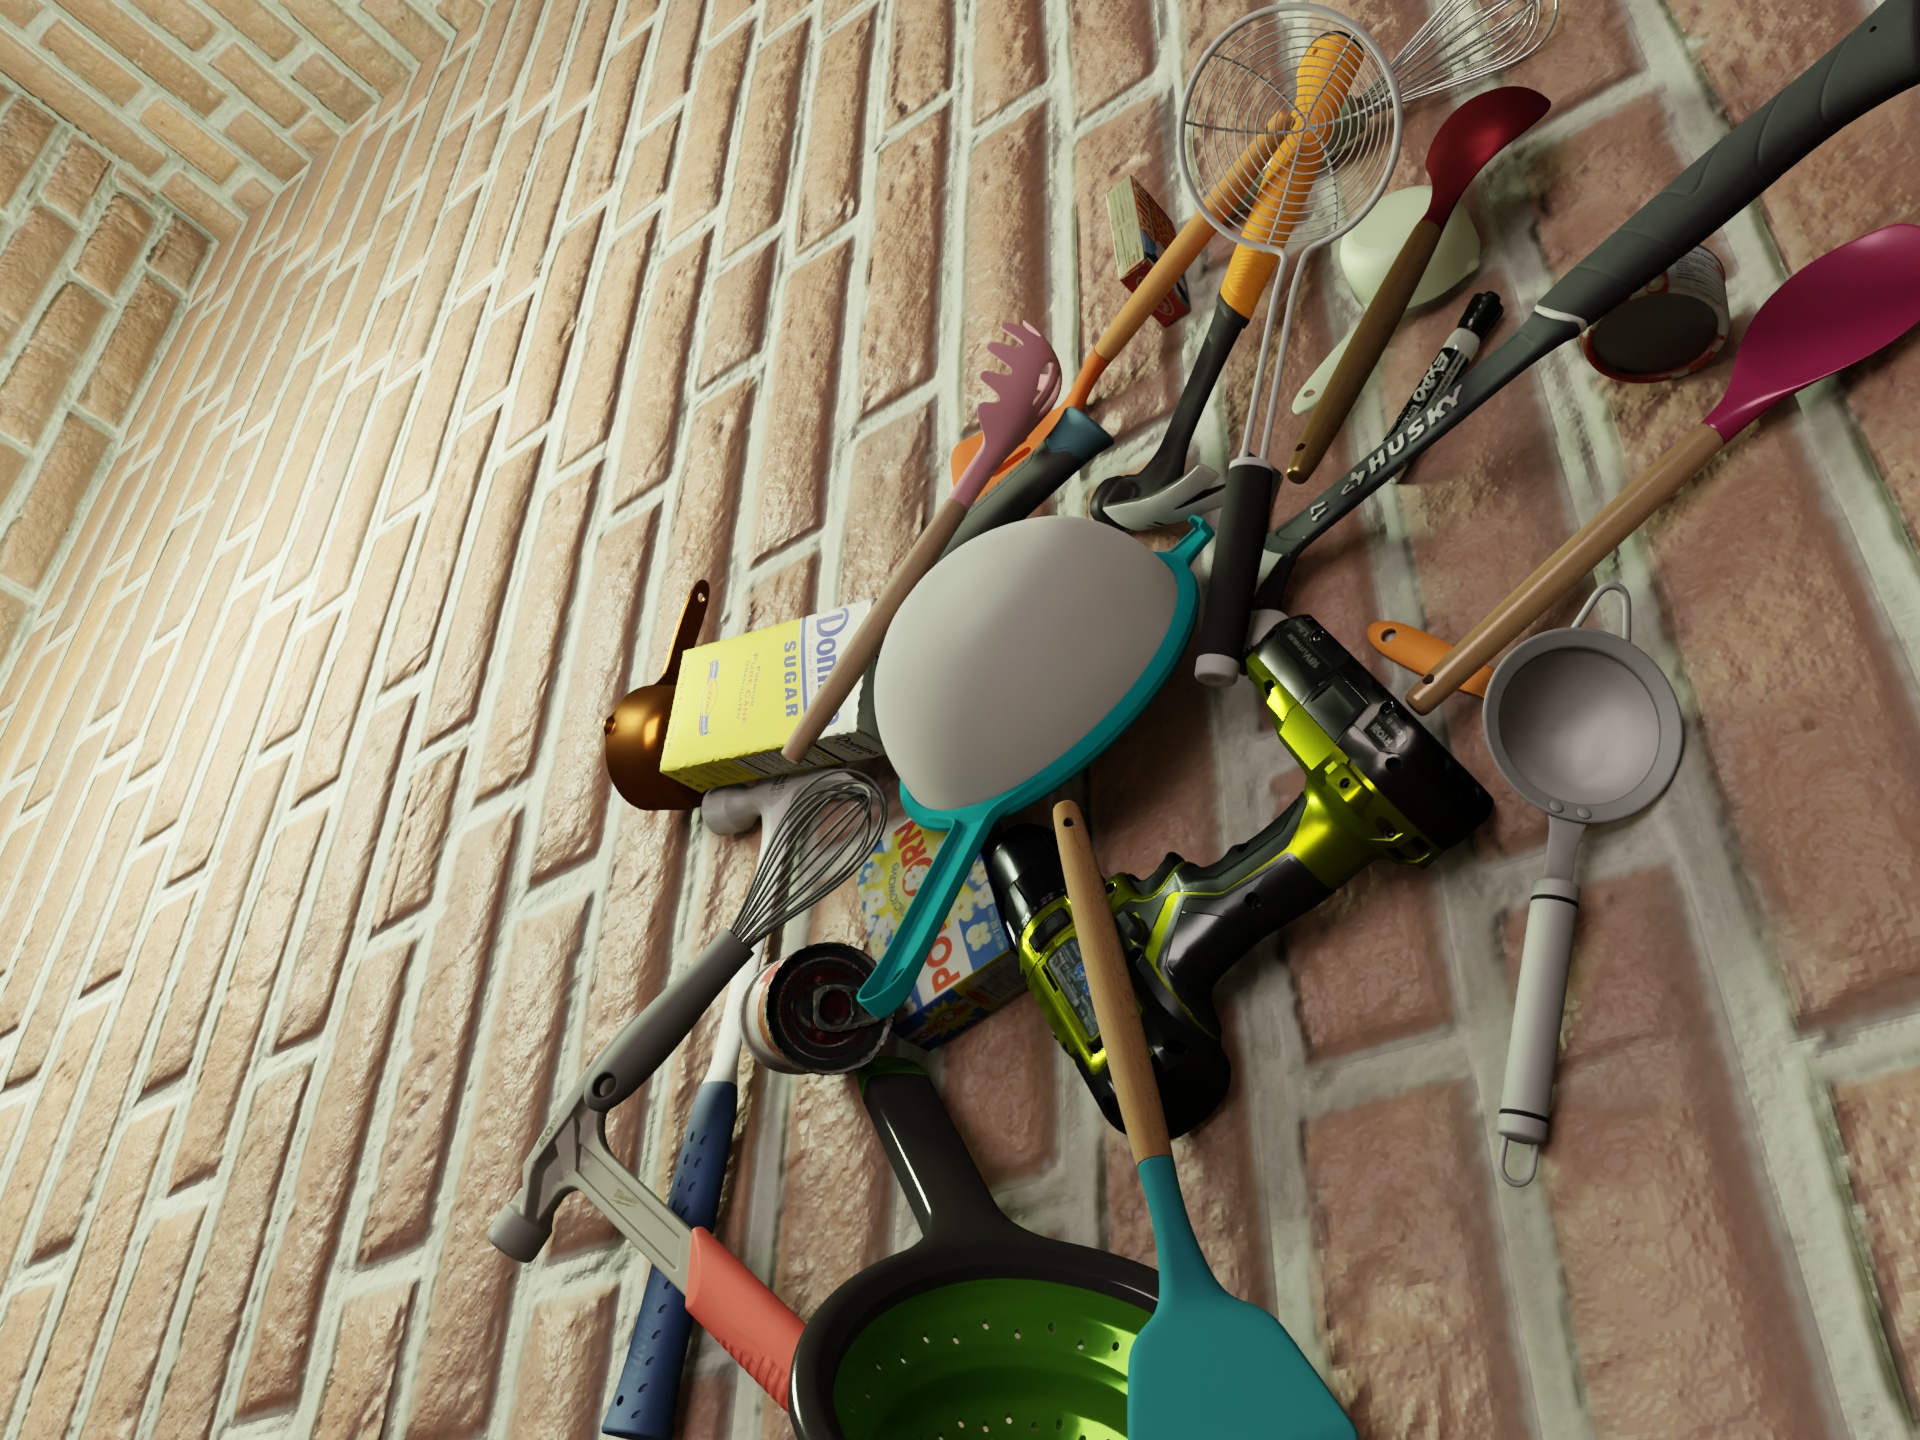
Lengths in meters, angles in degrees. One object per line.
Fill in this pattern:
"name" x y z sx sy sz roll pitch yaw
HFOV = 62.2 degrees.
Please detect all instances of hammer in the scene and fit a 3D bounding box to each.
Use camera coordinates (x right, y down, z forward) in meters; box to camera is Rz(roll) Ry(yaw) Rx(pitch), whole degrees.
"hammer" 0.176 -0.270 0.953 0.127 0.034 0.337 -2 63 65
"hammer" 0.270 -0.181 0.760 0.409 0.036 0.149 -42 33 39
"hammer" -0.107 0.289 0.803 0.359 0.036 0.149 25 76 42
"hammer" -0.031 -0.086 1.040 0.331 0.033 0.128 -41 41 22
"hammer" -0.136 0.204 0.936 0.144 0.035 0.406 -16 51 36

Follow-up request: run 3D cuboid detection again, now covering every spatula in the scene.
"spatula" 0.099 -0.258 1.023 0.322 0.041 0.081 -50 35 33
"spatula" 0.077 0.156 0.666 0.082 0.044 0.318 -13 51 1

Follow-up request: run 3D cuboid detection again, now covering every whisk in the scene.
"whisk" -0.128 0.123 0.894 0.239 0.055 0.055 -49 38 -12
"whisk" 0.261 -0.391 1.011 0.246 0.059 0.058 -29 7 31

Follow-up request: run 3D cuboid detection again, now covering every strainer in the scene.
"strainer" -0.001 -0.003 0.843 0.211 0.095 0.341 -22 30 42
"strainer" 0.249 0.066 0.669 0.087 0.050 0.258 15 71 2

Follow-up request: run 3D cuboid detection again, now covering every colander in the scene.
"colander" 0.008 0.276 0.696 0.397 0.204 0.094 -134 49 -66

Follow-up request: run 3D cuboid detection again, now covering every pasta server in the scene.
"pasta server" -0.022 -0.109 0.955 0.040 0.060 0.316 22 73 34

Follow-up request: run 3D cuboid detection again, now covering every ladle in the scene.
"ladle" 0.238 -0.240 0.841 0.069 0.031 0.315 -3 48 51

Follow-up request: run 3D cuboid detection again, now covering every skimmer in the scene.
"skimmer" 0.153 -0.200 0.836 0.127 0.090 0.363 3 71 30

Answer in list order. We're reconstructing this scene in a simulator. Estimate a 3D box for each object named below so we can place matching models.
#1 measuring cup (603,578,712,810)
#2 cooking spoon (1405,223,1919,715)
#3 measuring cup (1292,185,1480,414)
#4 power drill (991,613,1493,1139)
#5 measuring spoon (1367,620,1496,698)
"measuring cup" -0.185 -0.020 1.106 0.052 0.095 0.174 1 69 35
"cooking spoon" 0.328 -0.114 0.736 0.319 0.017 0.069 -43 41 4
"measuring cup" 0.230 -0.242 0.903 0.083 0.038 0.167 17 62 47
"power drill" 0.119 0.063 0.769 0.228 0.080 0.191 -45 40 12
"measuring spoon" 0.238 -0.027 0.772 0.021 0.011 0.117 -52 39 -1
